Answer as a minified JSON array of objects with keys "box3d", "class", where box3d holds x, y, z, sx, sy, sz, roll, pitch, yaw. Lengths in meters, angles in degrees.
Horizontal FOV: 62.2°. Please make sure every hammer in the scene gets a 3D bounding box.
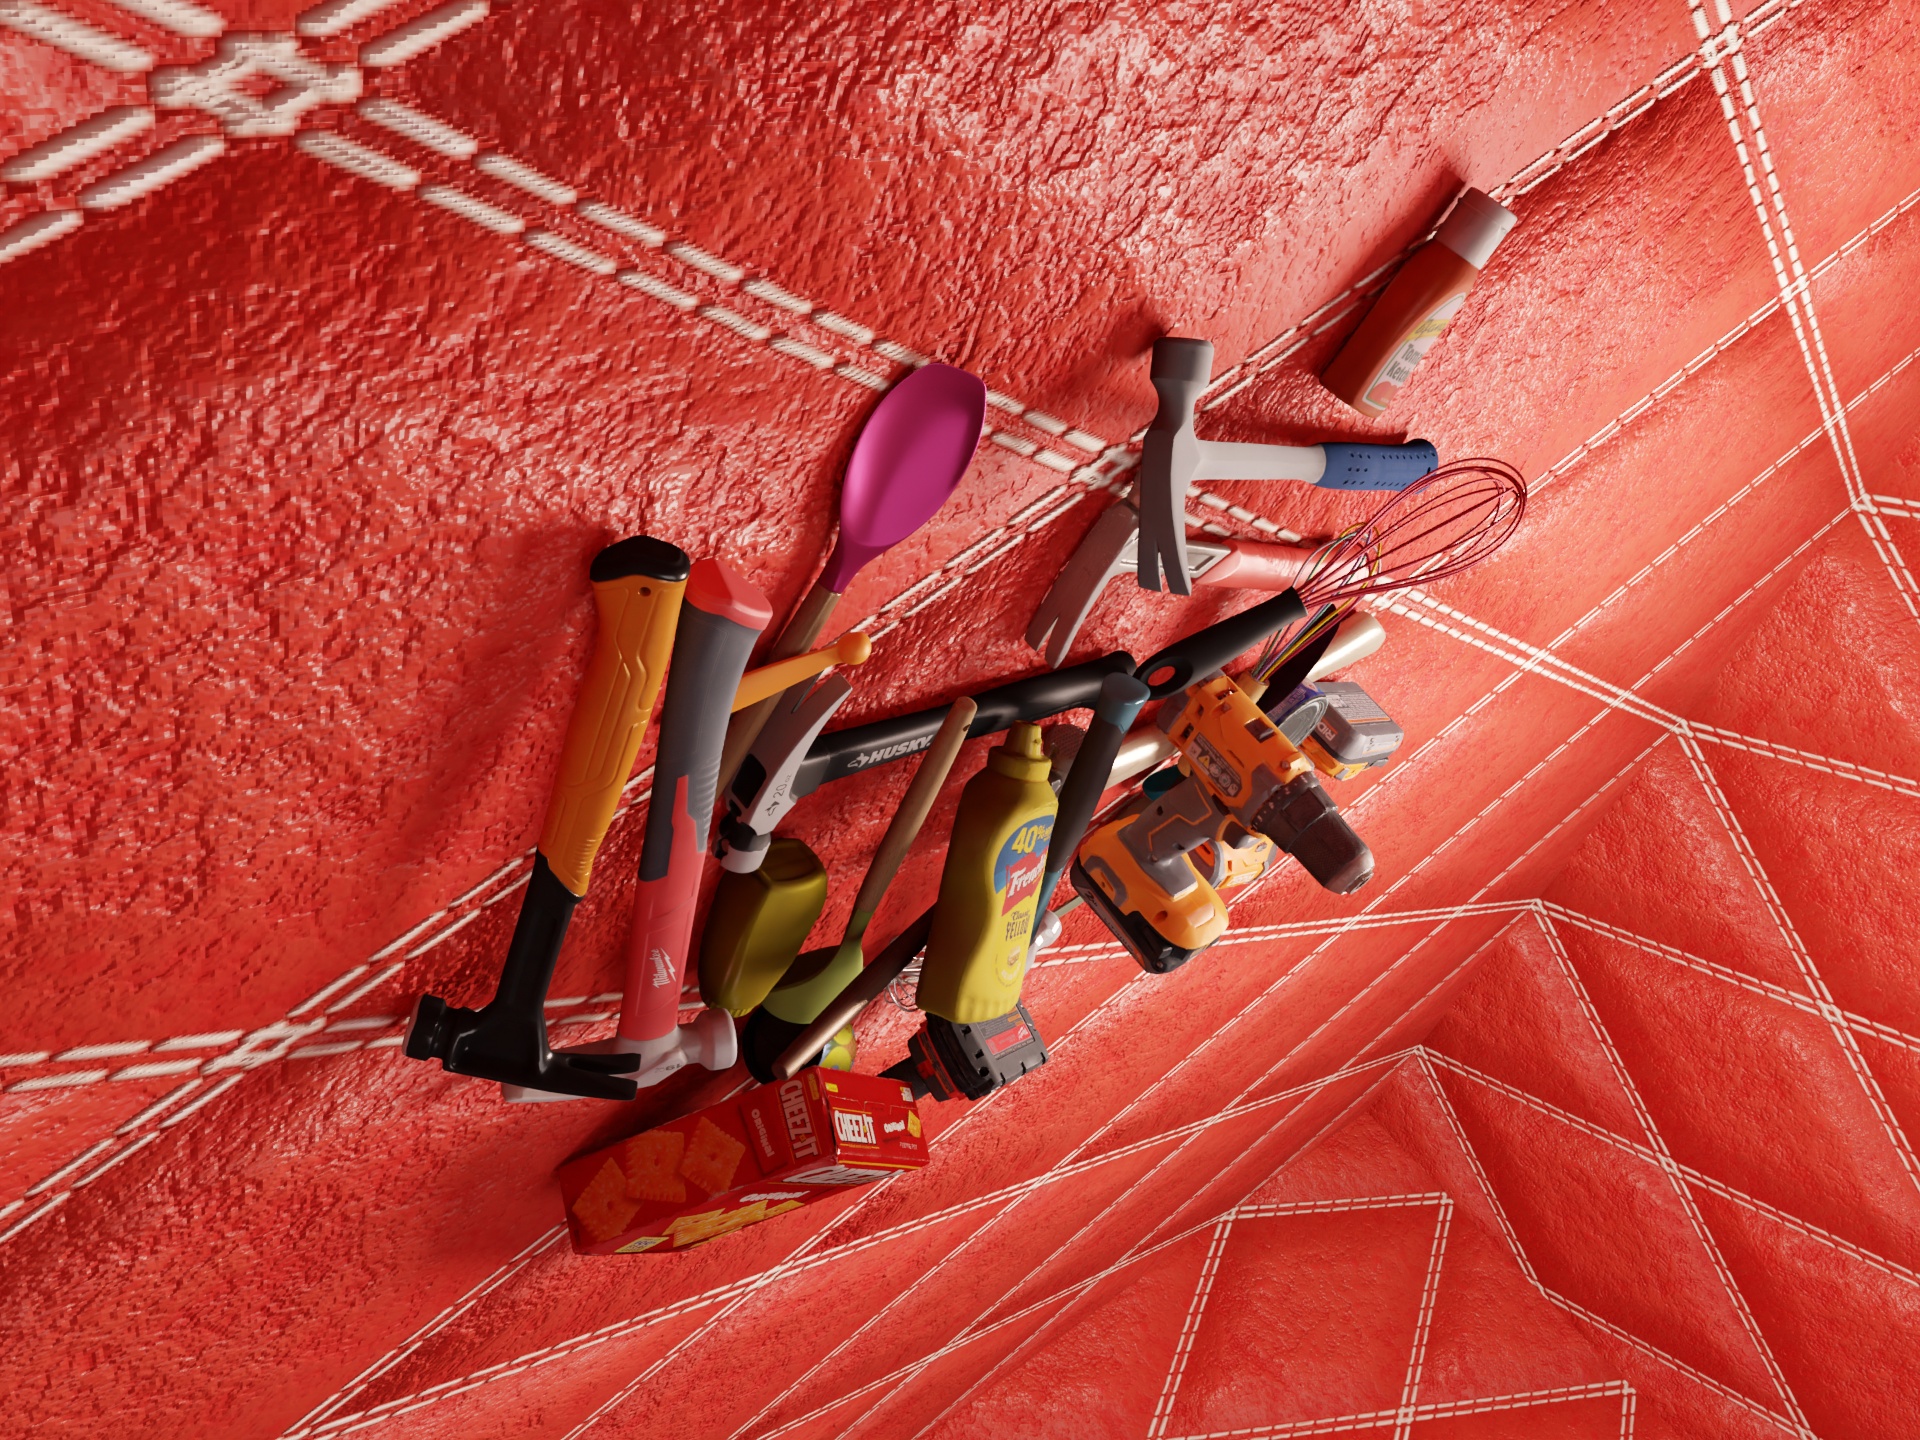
[{"box3d":[0.189,-0.102,1.121,0.359,0.037,0.149,-2,132,-52],"class":"hammer"},{"box3d":[-0.185,0.059,0.789,0.127,0.034,0.336,16,121,-13],"class":"hammer"},{"box3d":[0.226,-0.163,1.045,0.405,0.035,0.144,-11,111,-53],"class":"hammer"},{"box3d":[-0.002,-0.003,1.003,0.334,0.035,0.146,-16,143,-43],"class":"hammer"},{"box3d":[0.204,0.001,1.292,0.410,0.038,0.146,-24,149,-35],"class":"hammer"},{"box3d":[0.070,0.089,1.133,0.128,0.033,0.330,-44,160,-43],"class":"hammer"},{"box3d":[-0.171,0.077,0.862,0.143,0.038,0.386,-6,135,-24],"class":"hammer"}]

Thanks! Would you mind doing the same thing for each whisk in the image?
[{"box3d":[0.247,-0.090,1.077,0.296,0.073,0.073,-29,154,7],"class":"whisk"},{"box3d":[0.000,0.200,1.297,0.058,0.059,0.246,-14,170,26],"class":"whisk"},{"box3d":[0.232,-0.046,1.172,0.051,0.047,0.245,-11,142,-49],"class":"whisk"}]

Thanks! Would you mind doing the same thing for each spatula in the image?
[{"box3d":[0.195,0.033,1.252,0.315,0.018,0.060,-52,-165,28],"class":"spatula"}]

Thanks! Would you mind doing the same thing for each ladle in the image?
[{"box3d":[-0.059,0.091,1.006,0.078,0.062,0.320,-24,151,-43],"class":"ladle"}]

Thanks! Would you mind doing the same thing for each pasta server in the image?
[{"box3d":[-0.030,0.134,1.056,0.316,0.040,0.060,-40,160,-46],"class":"pasta server"}]

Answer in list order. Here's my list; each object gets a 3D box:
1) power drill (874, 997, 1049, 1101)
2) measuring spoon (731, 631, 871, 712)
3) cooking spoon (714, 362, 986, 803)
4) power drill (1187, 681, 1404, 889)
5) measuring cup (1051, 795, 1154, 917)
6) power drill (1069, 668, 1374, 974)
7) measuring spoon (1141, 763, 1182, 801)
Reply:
[{"box3d":[-0.046,0.294,1.282,0.219,0.079,0.143,-35,166,24],"class":"power drill"},{"box3d":[-0.100,-0.018,0.835,0.117,0.011,0.021,-22,135,-6],"class":"measuring spoon"},{"box3d":[-0.081,-0.051,0.839,0.068,0.017,0.318,12,122,-40],"class":"cooking spoon"},{"box3d":[0.303,0.068,1.482,0.164,0.084,0.226,-3,137,-53],"class":"power drill"},{"box3d":[0.123,0.119,1.358,0.167,0.038,0.083,-35,156,6],"class":"measuring cup"},{"box3d":[0.190,0.096,1.165,0.084,0.185,0.226,-24,153,-39],"class":"power drill"},{"box3d":[0.204,0.036,1.341,0.128,0.042,0.021,-34,114,-31],"class":"measuring spoon"}]
